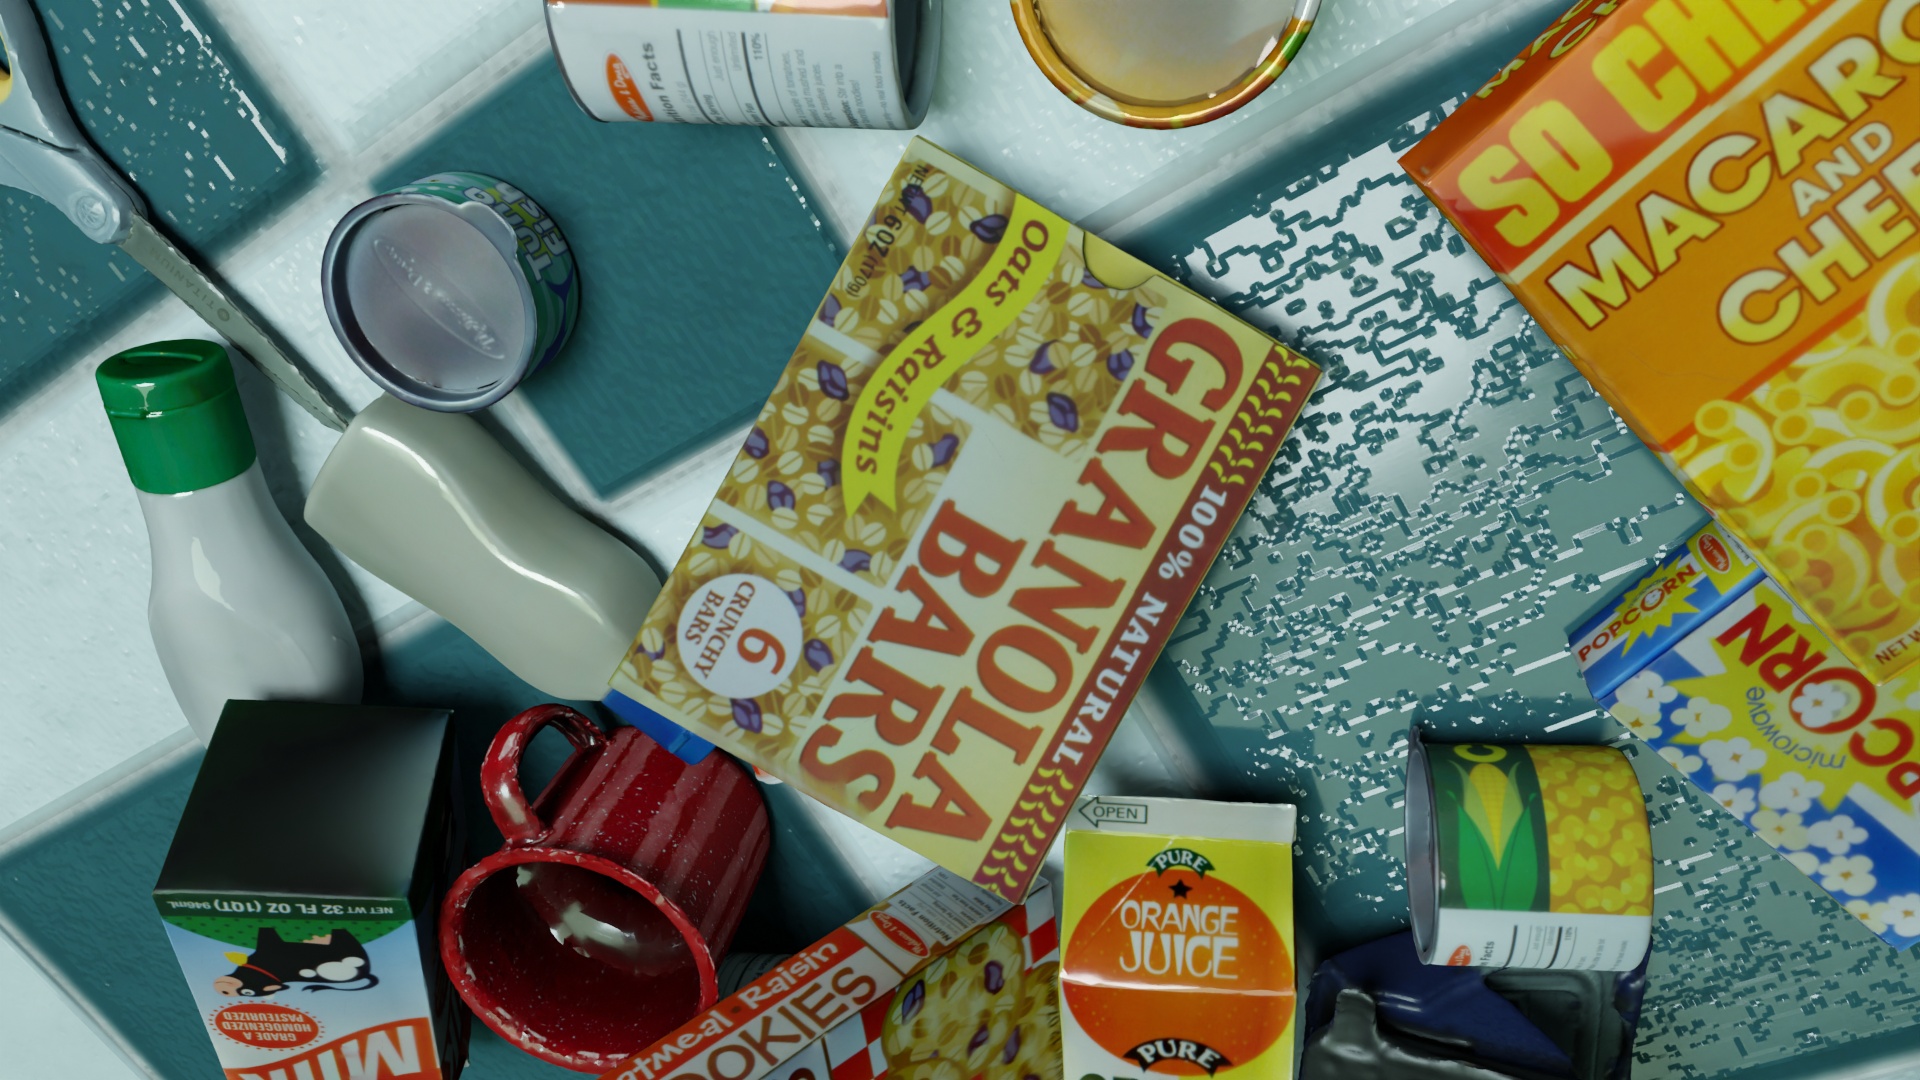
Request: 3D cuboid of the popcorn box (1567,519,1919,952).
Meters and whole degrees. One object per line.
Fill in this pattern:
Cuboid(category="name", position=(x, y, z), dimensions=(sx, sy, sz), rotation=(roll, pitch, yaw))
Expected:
Cuboid(category="popcorn box", position=(0.251, 0.046, 0.391), dimensions=(0.126, 0.038, 0.085), rotation=(38, 115, -8))

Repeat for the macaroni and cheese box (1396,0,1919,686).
Cuboid(category="macaroni and cheese box", position=(0.200, -0.065, 0.305), dimensions=(0.166, 0.040, 0.123), rotation=(43, 112, -12))

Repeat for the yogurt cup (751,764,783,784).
Cuboid(category="yogurt cup", position=(-0.048, 0.034, 0.429), dimensions=(0.072, 0.073, 0.054), rotation=(-30, 99, 23))

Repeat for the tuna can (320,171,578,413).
Cuboid(category="tuna can", position=(-0.148, -0.075, 0.411), dimensions=(0.071, 0.033, 0.070), rotation=(4, 117, 9))

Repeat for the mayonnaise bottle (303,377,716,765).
Cuboid(category="mayonnaise bottle", position=(-0.134, 0.015, 0.448), dimensions=(0.148, 0.041, 0.064), rotation=(39, 128, -11))

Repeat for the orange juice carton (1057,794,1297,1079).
Cuboid(category="orange juice carton", position=(0.074, 0.165, 0.463), dimensions=(0.072, 0.073, 0.191), rotation=(1, 115, 11))

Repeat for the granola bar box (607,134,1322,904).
Cuboid(category="granola bar box", position=(0.001, -0.005, 0.375), dimensions=(0.124, 0.039, 0.165), rotation=(29, 92, -4))

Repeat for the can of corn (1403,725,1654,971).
Cuboid(category="can of corn", position=(0.167, 0.091, 0.415), dimensions=(0.058, 0.071, 0.071), rotation=(-1, 116, 10))

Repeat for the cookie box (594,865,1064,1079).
Cuboid(category="cookie box", position=(-0.038, 0.192, 0.455), dimensions=(0.040, 0.168, 0.122), rotation=(22, 128, 46))

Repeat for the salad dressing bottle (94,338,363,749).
Cuboid(category="salad dressing bottle", position=(-0.241, 0.008, 0.458), dimensions=(0.064, 0.044, 0.147), rotation=(5, 121, 11))

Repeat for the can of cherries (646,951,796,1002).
Cuboid(category="can of cherries", position=(-0.078, 0.187, 0.506), dimensions=(0.058, 0.072, 0.071), rotation=(-2, 115, 12))

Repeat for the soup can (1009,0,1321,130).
Cuboid(category="soup can", position=(0.046, -0.133, 0.317), dimensions=(0.071, 0.084, 0.071), rotation=(5, 117, 9))

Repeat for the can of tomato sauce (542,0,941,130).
Cuboid(category="can of tomato sauce", position=(-0.050, -0.138, 0.344), dimensions=(0.083, 0.071, 0.071), rotation=(4, 117, 8))

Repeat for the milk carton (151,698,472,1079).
Cuboid(category="milk carton", position=(-0.213, 0.143, 0.486), dimensions=(0.072, 0.074, 0.189), rotation=(5, 134, -11))
